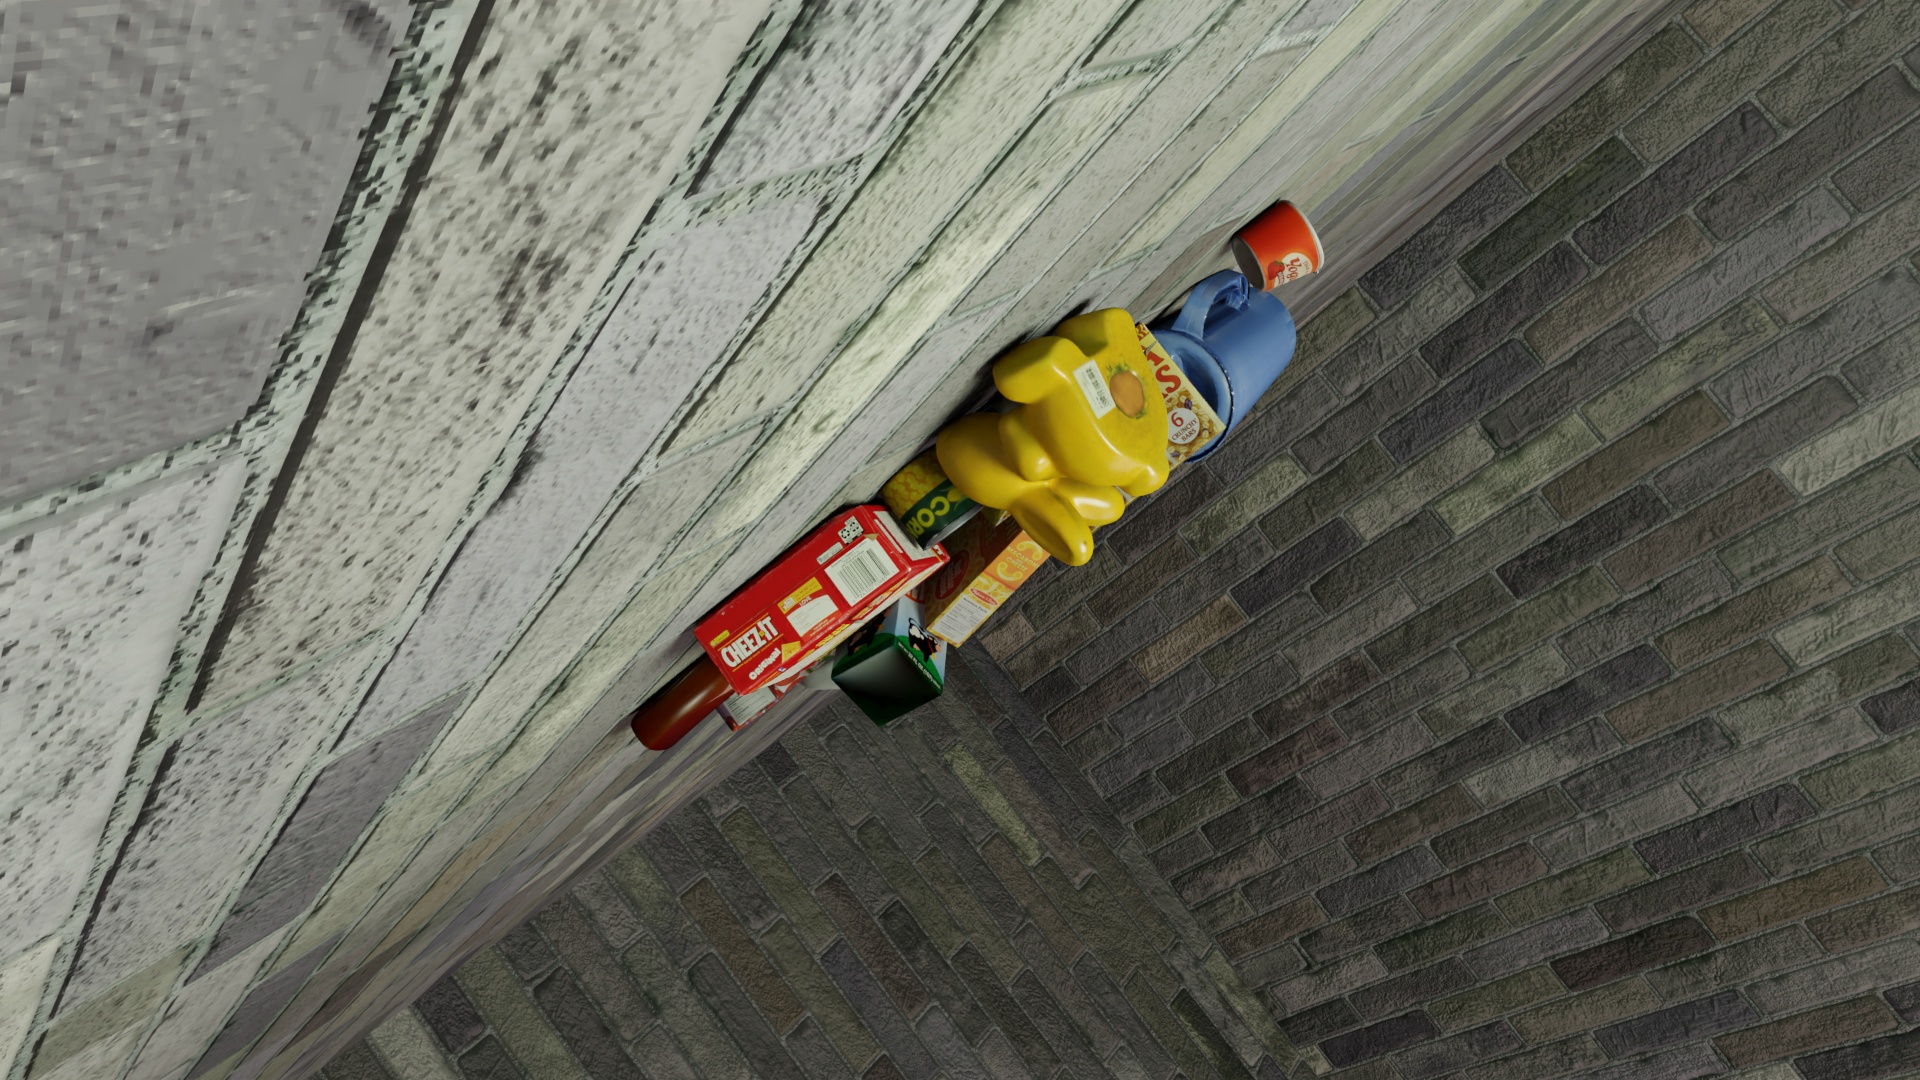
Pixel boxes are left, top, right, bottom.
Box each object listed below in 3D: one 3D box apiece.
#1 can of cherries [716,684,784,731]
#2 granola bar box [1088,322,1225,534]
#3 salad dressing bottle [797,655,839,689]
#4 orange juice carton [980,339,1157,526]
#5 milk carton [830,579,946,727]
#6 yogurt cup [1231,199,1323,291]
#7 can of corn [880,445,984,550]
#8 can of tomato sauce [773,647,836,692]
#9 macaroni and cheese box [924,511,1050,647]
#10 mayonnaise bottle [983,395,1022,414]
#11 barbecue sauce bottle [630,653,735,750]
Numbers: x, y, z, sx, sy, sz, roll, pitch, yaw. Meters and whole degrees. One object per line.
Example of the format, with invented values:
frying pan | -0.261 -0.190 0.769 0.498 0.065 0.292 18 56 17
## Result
can of cherries | -0.222 0.154 1.419 0.071 0.058 0.071 -38 175 -4
granola bar box | 0.142 -0.101 1.282 0.165 0.124 0.039 -39 176 12
salad dressing bottle | -0.154 0.129 1.432 0.147 0.044 0.064 -7 -157 38
orange juice carton | 0.083 -0.101 1.148 0.193 0.073 0.071 -37 175 -13
milk carton | -0.060 0.073 1.282 0.073 0.072 0.191 -30 -153 21
yogurt cup | 0.268 -0.248 1.185 0.054 0.072 0.072 -30 175 -2
can of corn | -0.022 -0.034 1.090 0.071 0.058 0.071 -38 176 -3
can of tomato sauce | -0.150 0.094 1.298 0.083 0.071 0.071 -37 175 -3
macaroni and cheese box | 0.033 -0.002 1.245 0.165 0.040 0.124 -46 -154 27
mayonnaise bottle | 0.064 -0.112 1.079 0.148 0.041 0.064 -38 177 -2
barbecue sauce bottle | -0.224 0.127 1.234 0.148 0.043 0.065 -40 175 18
